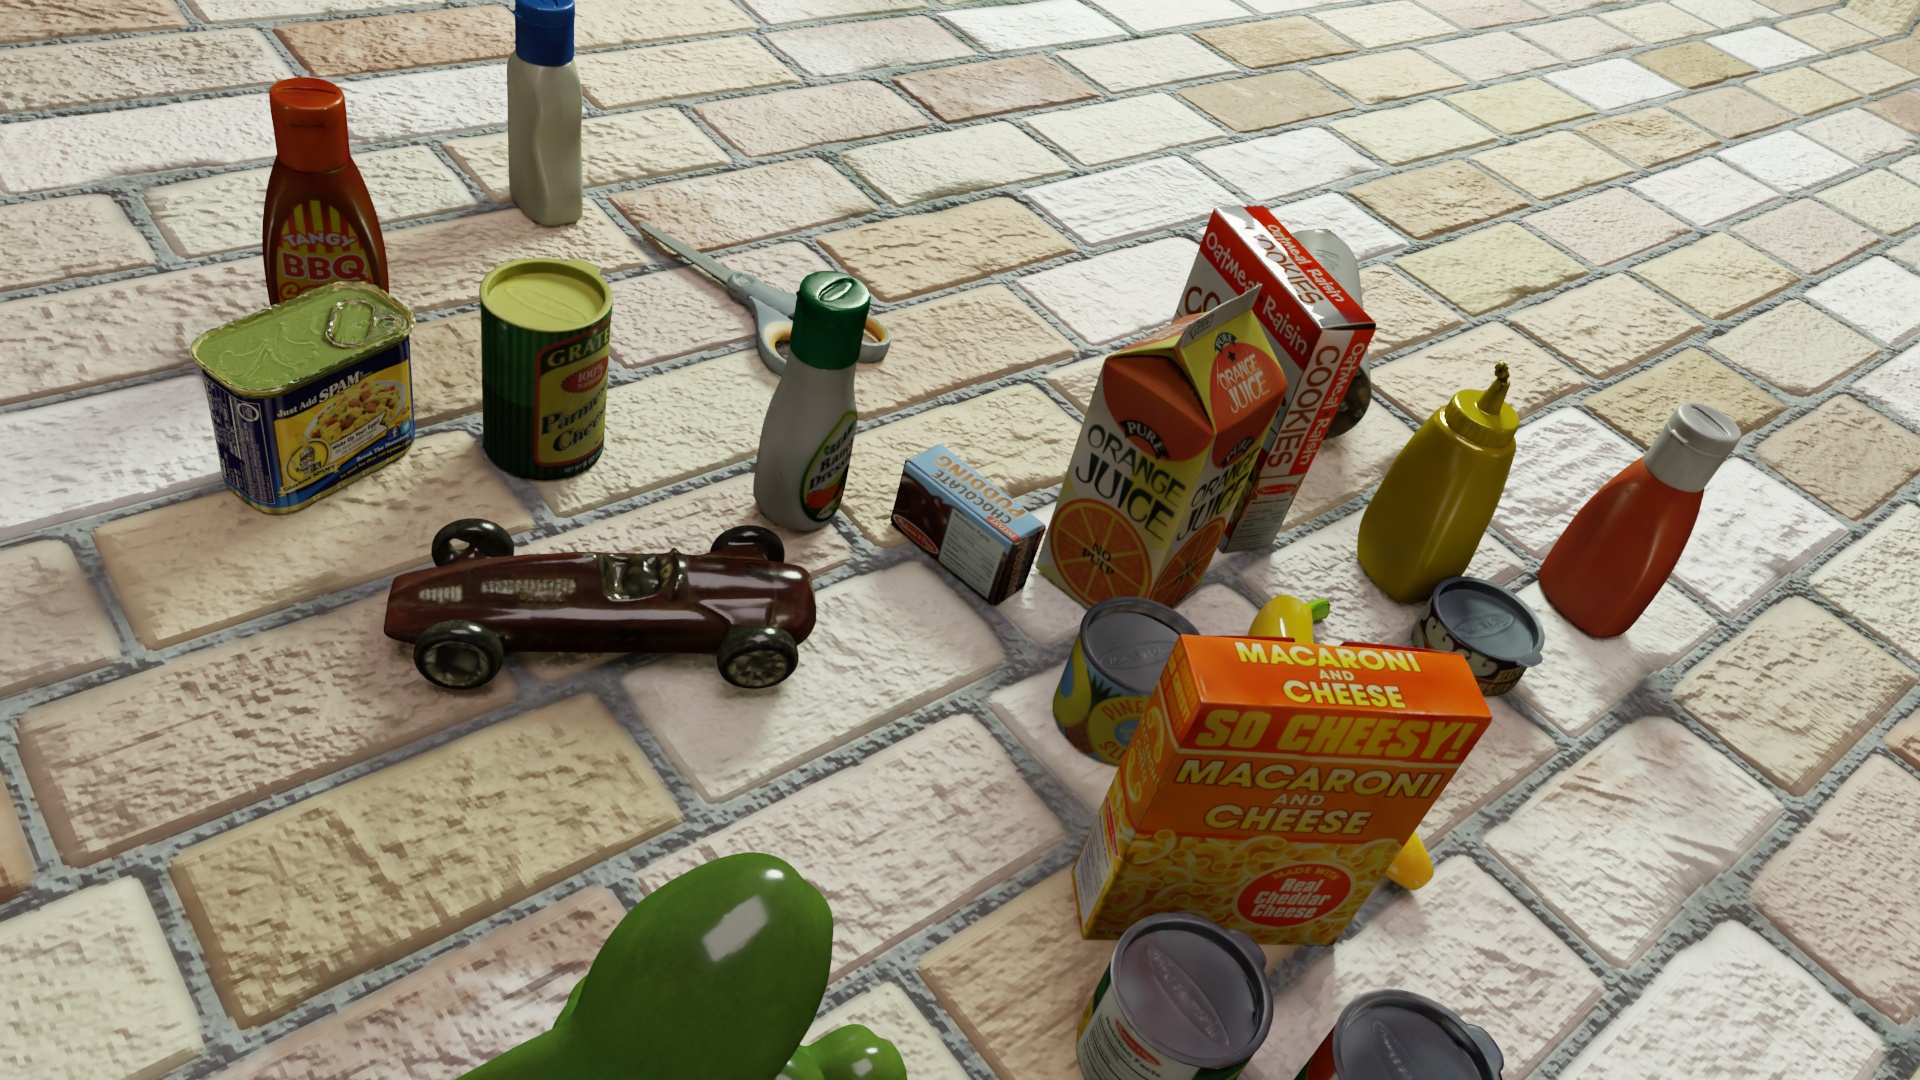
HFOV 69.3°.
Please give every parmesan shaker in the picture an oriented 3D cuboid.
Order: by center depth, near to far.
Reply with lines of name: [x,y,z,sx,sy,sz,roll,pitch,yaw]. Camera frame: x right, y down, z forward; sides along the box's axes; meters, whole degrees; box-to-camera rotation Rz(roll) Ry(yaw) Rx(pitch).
parmesan shaker: [-0.222,-0.092,0.751,0.071,0.102,0.072,9,42,-8]

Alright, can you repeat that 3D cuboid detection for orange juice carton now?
orange juice carton: [0.109,-0.046,0.734,0.073,0.191,0.072,38,46,24]

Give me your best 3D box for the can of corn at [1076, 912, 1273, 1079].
can of corn: [0.087,0.195,0.564,0.071,0.058,0.071,9,42,-8]

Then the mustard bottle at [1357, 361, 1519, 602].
mustard bottle: [0.283,-0.036,0.801,0.049,0.159,0.065,-7,46,-24]

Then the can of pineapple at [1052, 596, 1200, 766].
can of pineapple: [0.085,0.072,0.698,0.071,0.057,0.071,9,42,-8]

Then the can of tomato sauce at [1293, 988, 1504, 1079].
can of tomato sauce: [0.162,0.223,0.537,0.071,0.082,0.071,9,42,-8]

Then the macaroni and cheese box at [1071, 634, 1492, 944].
macaroni and cheese box: [0.128,0.110,0.588,0.124,0.165,0.040,5,42,-12]

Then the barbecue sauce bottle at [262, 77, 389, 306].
barbecue sauce bottle: [-0.356,-0.181,0.774,0.065,0.147,0.044,-3,44,-20]

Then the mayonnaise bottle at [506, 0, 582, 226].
mayonnaise bottle: [-0.273,-0.285,0.913,0.041,0.147,0.065,-20,52,-34]

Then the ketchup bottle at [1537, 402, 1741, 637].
ketchup bottle: [0.401,-0.013,0.820,0.043,0.148,0.065,-8,46,-25]

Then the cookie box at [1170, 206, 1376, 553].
cookie box: [0.169,-0.095,0.825,0.040,0.166,0.123,-7,46,-24]

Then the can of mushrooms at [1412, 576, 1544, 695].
can of mushrooms: [0.299,0.057,0.799,0.071,0.033,0.071,9,42,-8]

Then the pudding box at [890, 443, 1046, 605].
pudding box: [0.003,-0.010,0.769,0.084,0.049,0.030,38,46,23]

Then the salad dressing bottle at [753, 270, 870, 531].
salad dressing bottle: [-0.078,-0.072,0.740,0.044,0.146,0.064,29,43,15]
